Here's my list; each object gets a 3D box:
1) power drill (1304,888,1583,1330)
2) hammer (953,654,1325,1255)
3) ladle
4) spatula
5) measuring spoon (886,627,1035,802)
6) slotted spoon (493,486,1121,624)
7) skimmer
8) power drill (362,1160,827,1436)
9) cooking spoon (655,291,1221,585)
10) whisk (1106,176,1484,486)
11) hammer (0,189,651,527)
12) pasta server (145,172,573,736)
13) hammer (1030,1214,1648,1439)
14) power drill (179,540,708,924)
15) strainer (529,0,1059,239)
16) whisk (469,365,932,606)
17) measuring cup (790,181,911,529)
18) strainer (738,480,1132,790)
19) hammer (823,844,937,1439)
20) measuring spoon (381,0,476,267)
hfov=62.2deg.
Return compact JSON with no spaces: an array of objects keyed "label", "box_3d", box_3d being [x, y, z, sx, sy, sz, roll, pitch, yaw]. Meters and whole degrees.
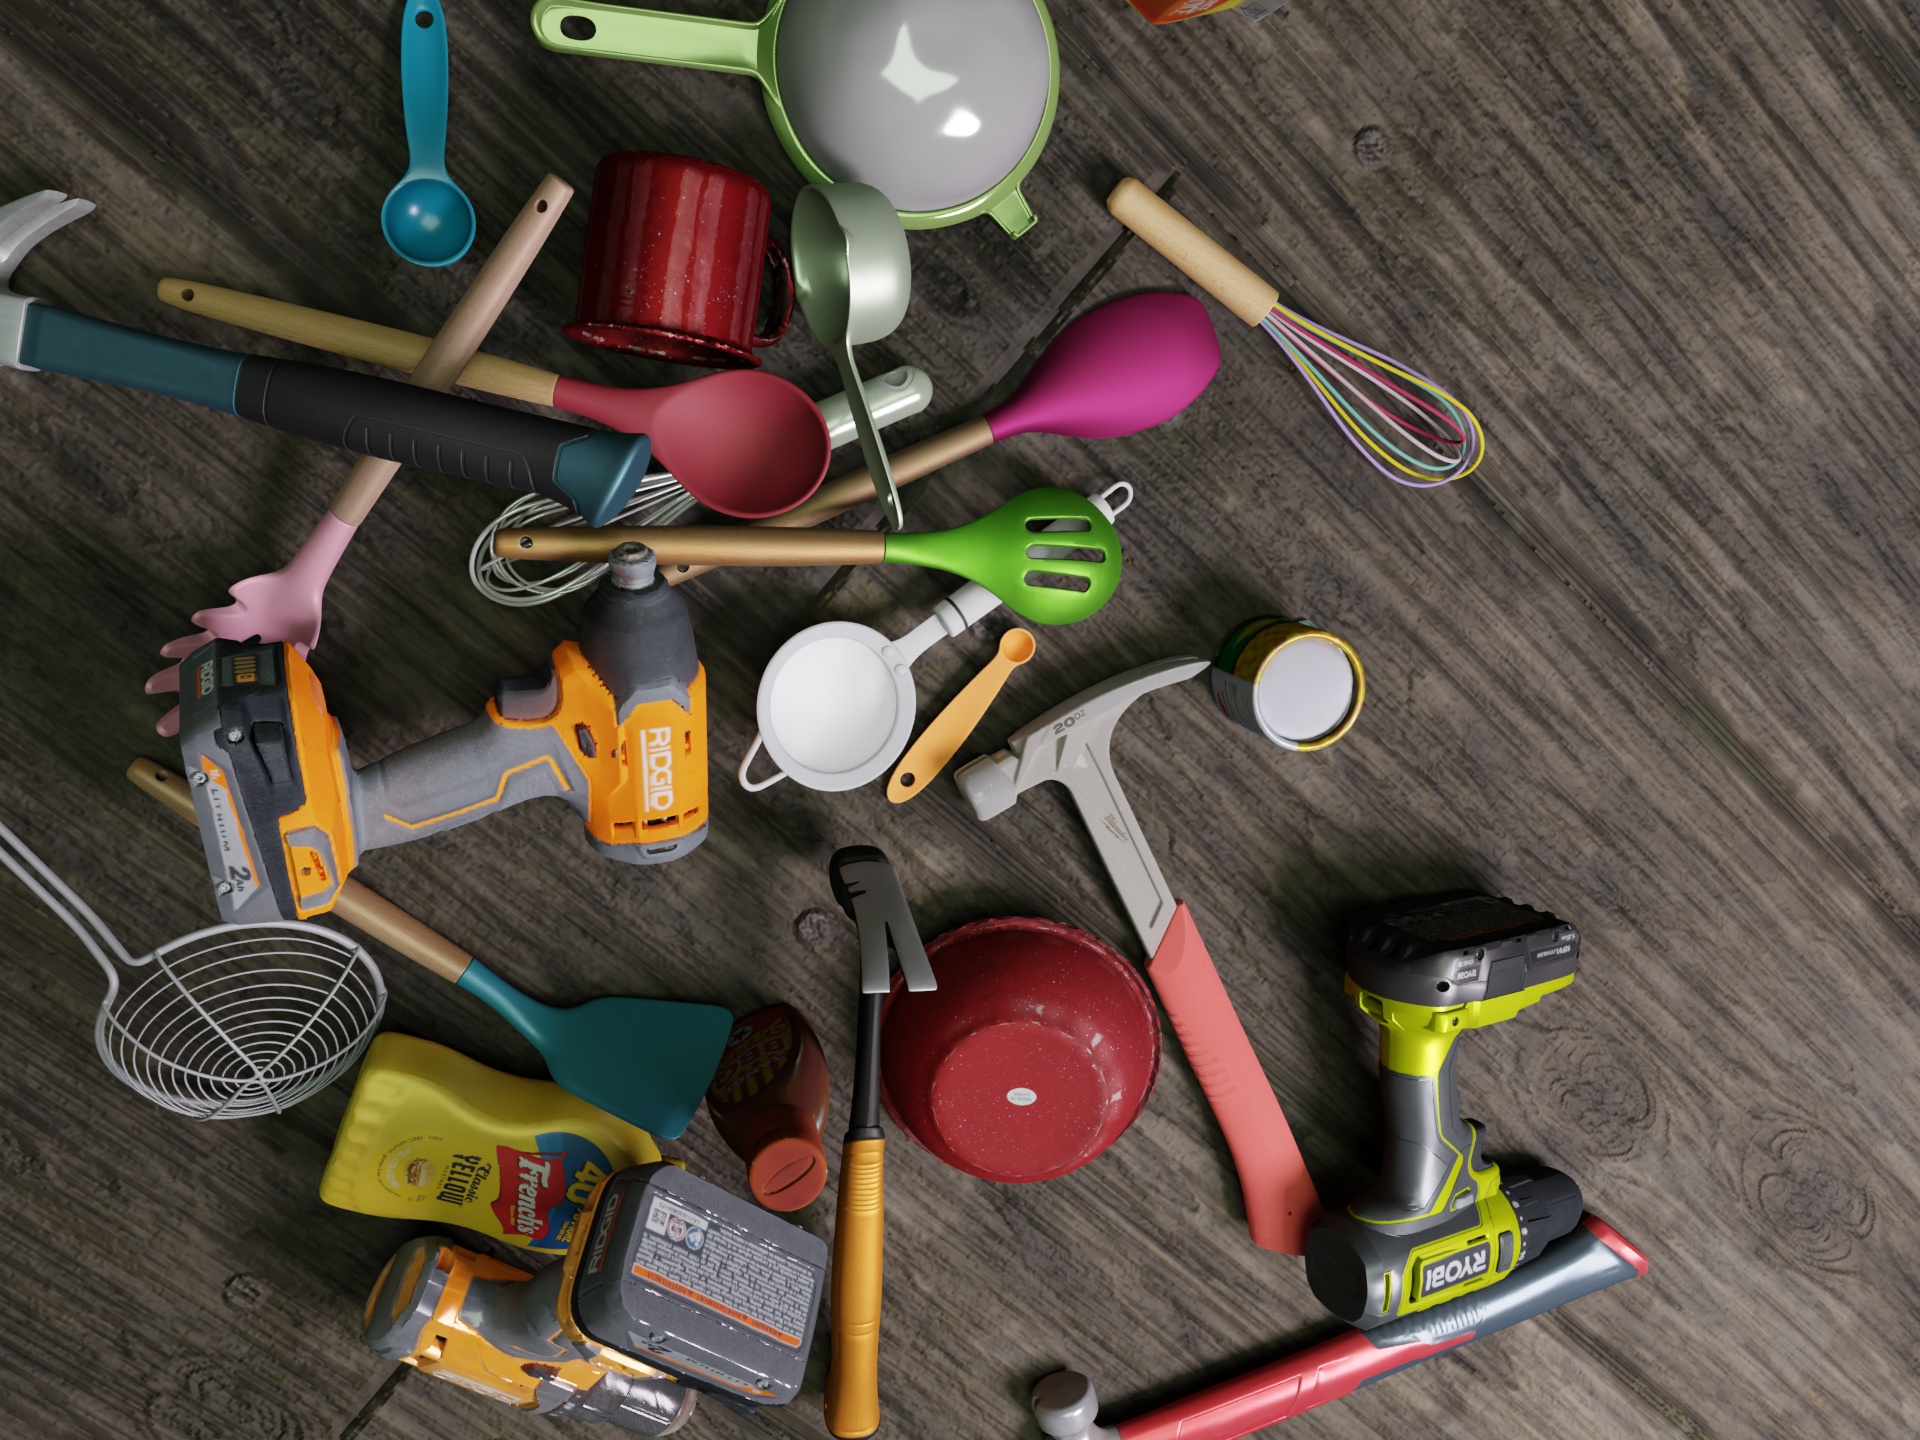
[{"label":"power drill","box_3d":[0.290,0.220,0.912,0.190,0.080,0.228,-6,103,-29]},{"label":"hammer","box_3d":[0.137,0.146,0.893,0.149,0.037,0.359,-28,105,-6]},{"label":"ladle","box_3d":[-0.214,-0.159,0.740,0.315,0.031,0.069,14,92,-4]},{"label":"spatula","box_3d":[-0.265,0.104,0.790,0.317,0.082,0.044,35,134,-13]},{"label":"measuring spoon","box_3d":[-0.001,-0.003,0.849,0.021,0.011,0.117,38,94,-17]},{"label":"slotted spoon","box_3d":[-0.063,-0.082,0.771,0.313,0.031,0.070,-1,91,-16]},{"label":"skimmer","box_3d":[-0.434,0.051,0.752,0.127,0.090,0.363,-43,96,10]},{"label":"power drill","box_3d":[-0.161,0.299,0.780,0.185,0.084,0.226,37,134,-28]},{"label":"cooking spoon","box_3d":[-0.009,-0.139,0.815,0.319,0.017,0.068,-25,104,-7]},{"label":"whisk","box_3d":[0.179,-0.205,0.833,0.245,0.047,0.051,35,78,-12]},{"label":"hammer","box_3d":[-0.297,-0.141,0.693,0.331,0.033,0.128,14,99,4]},{"label":"pasta server","box_3d":[-0.269,-0.113,0.723,0.060,0.040,0.316,36,104,-11]},{"label":"hammer","box_3d":[0.240,0.400,0.963,0.386,0.038,0.143,-17,105,-9]},{"label":"power drill","box_3d":[-0.228,0.002,0.728,0.226,0.084,0.164,-9,126,-21]},{"label":"strainer","box_3d":[-0.069,-0.316,0.742,0.256,0.069,0.151,1,100,-14]},{"label":"whisk","box_3d":[-0.125,-0.119,0.784,0.246,0.058,0.059,-25,139,-10]},{"label":"measuring cup","box_3d":[-0.039,-0.175,0.762,0.038,0.083,0.167,-16,92,-22]},{"label":"strainer","box_3d":[-0.012,-0.048,0.822,0.258,0.050,0.086,-36,112,-10]},{"label":"hammer","box_3d":[-0.049,0.241,0.823,0.034,0.127,0.336,-1,112,-13]},{"label":"measuring spoon","box_3d":[-0.248,-0.274,0.742,0.042,0.021,0.128,-1,92,-12]}]
